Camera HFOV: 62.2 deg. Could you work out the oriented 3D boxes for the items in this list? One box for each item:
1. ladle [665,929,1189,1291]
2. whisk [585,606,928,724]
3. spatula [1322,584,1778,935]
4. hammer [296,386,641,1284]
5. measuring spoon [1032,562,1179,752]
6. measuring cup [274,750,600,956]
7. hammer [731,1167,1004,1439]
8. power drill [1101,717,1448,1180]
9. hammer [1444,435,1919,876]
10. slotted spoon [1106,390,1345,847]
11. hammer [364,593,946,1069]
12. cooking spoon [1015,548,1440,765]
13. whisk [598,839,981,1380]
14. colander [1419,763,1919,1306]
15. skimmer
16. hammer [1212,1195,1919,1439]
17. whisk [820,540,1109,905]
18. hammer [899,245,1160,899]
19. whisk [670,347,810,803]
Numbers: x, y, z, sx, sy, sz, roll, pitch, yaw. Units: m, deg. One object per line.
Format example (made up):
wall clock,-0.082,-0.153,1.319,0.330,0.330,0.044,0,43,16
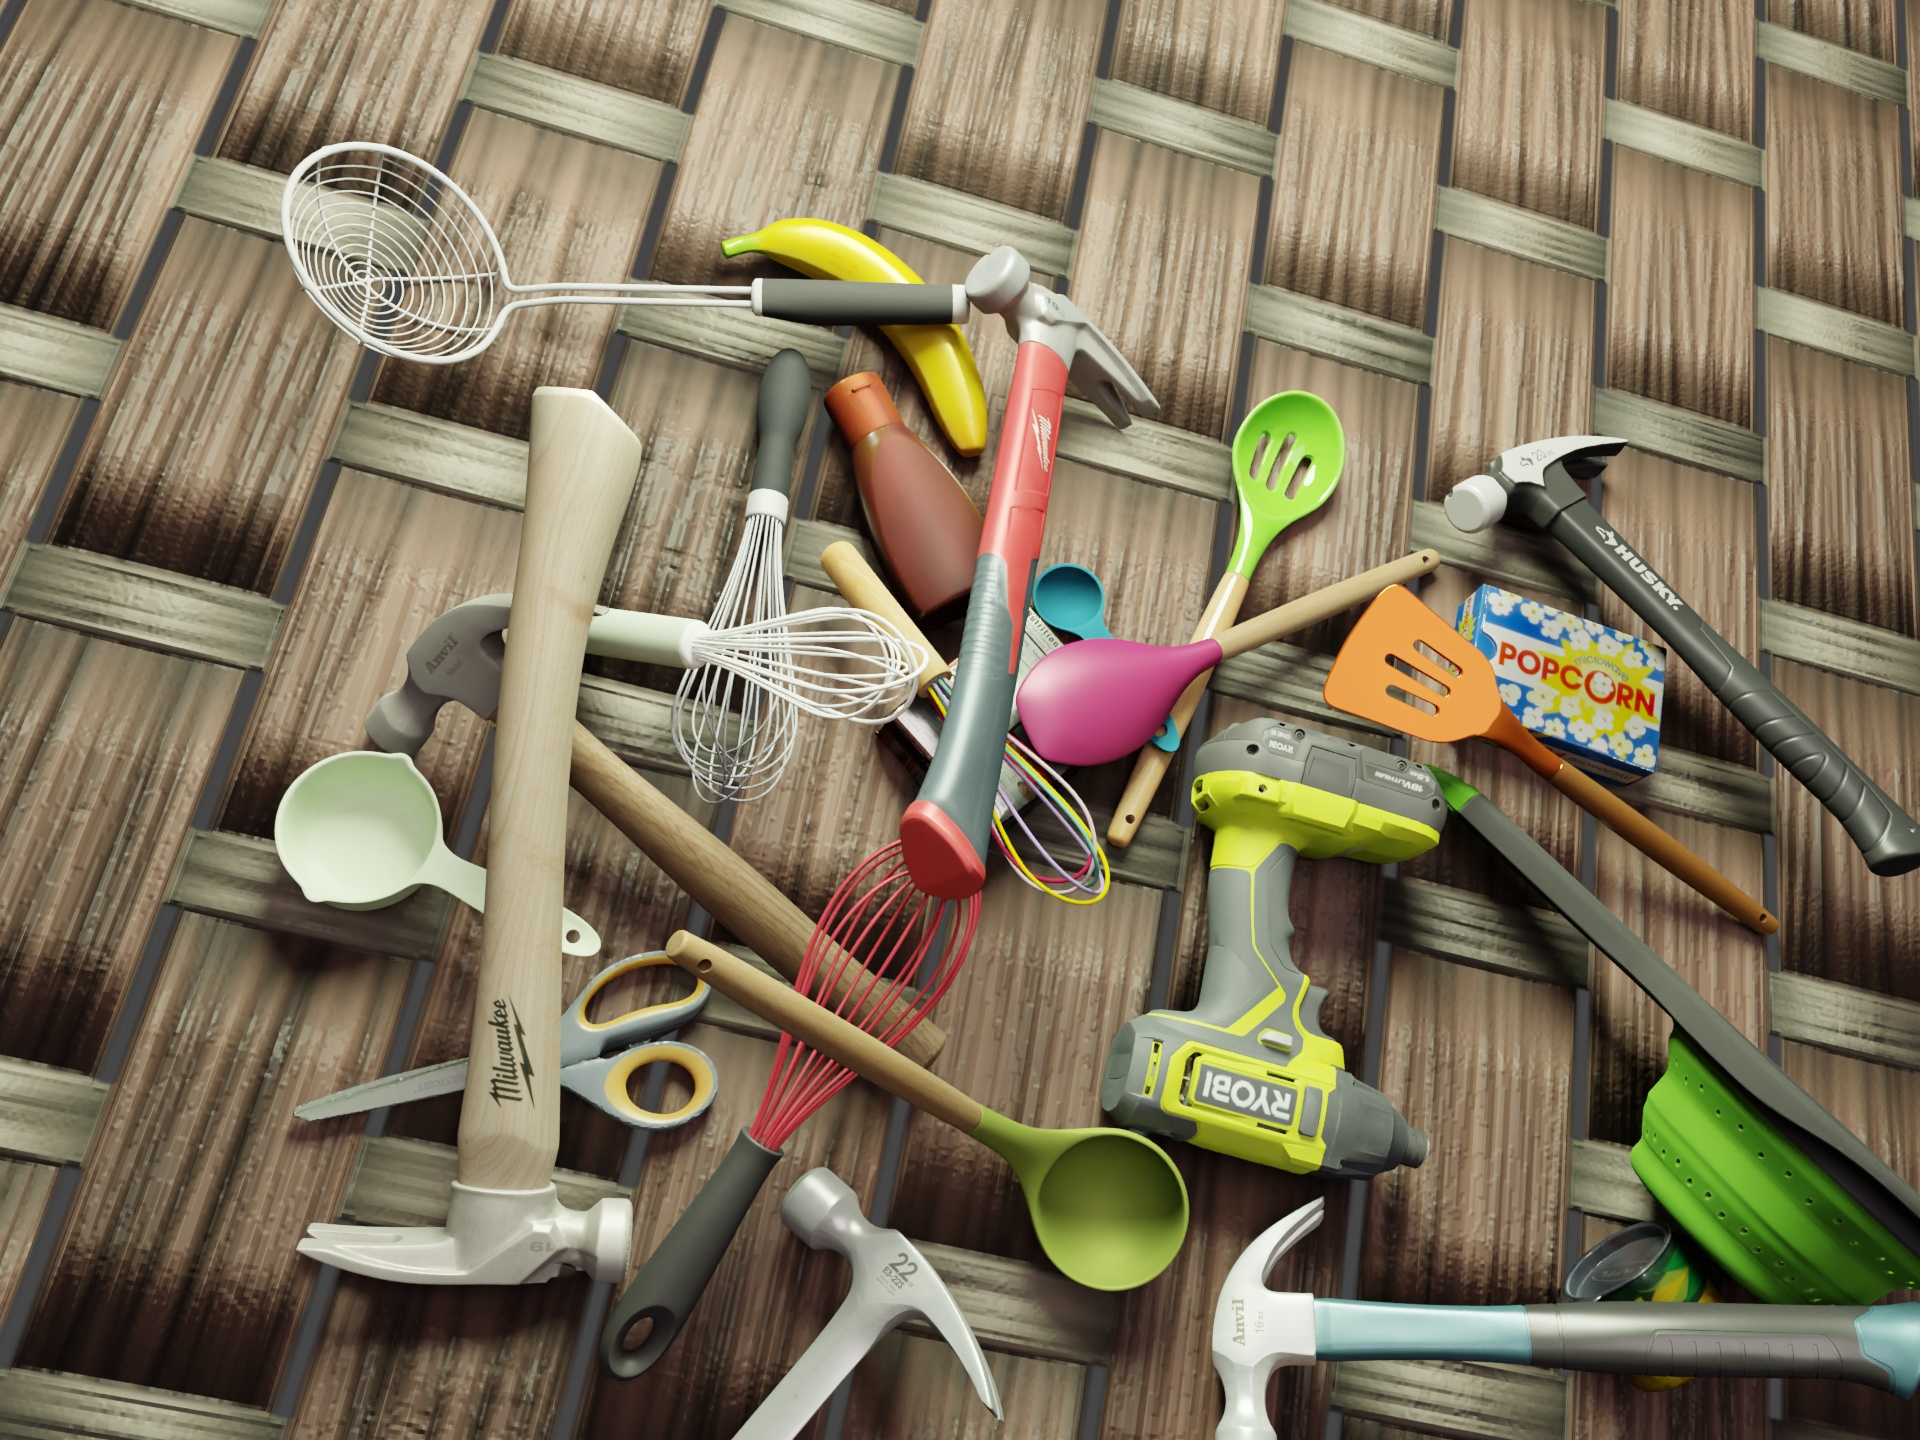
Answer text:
ladle,-0.007,0.177,0.723,0.319,0.062,0.078,39,88,-34
whisk,-0.124,-0.037,0.791,0.246,0.057,0.059,9,31,29
spatula,0.355,0.039,0.923,0.322,0.041,0.081,33,85,-15
hammer,-0.208,0.053,0.730,0.146,0.038,0.410,5,91,-12
measuring spoon,0.084,-0.033,0.909,0.042,0.021,0.129,-30,77,-14
measuring cup,-0.254,0.078,0.787,0.167,0.038,0.083,28,67,-5
hammer,-0.148,0.392,0.684,0.144,0.035,0.405,33,68,30
power drill,0.182,0.126,0.854,0.171,0.080,0.223,16,72,-6
hammer,0.448,-0.043,0.951,0.146,0.035,0.335,-27,68,-33
slotted spoon,0.151,-0.063,0.936,0.070,0.031,0.314,29,69,-5
hammer,-0.138,0.063,0.797,0.331,0.031,0.130,42,112,-4
cooking spoon,0.164,-0.049,0.913,0.319,0.017,0.069,-22,84,-29
whisk,-0.083,0.181,0.748,0.073,0.073,0.296,33,87,-1
colander,0.373,0.186,0.865,0.094,0.204,0.397,-48,68,11
skimmer,-0.173,-0.250,0.873,0.363,0.090,0.127,0,70,-5
hammer,0.289,0.300,0.771,0.331,0.033,0.128,-2,53,10
whisk,-0.003,-0.002,0.826,0.047,0.051,0.245,-32,69,-15
hammer,0.035,-0.075,0.829,0.143,0.038,0.387,37,48,-33
whisk,-0.111,-0.087,0.871,0.070,0.070,0.285,10,64,-10
